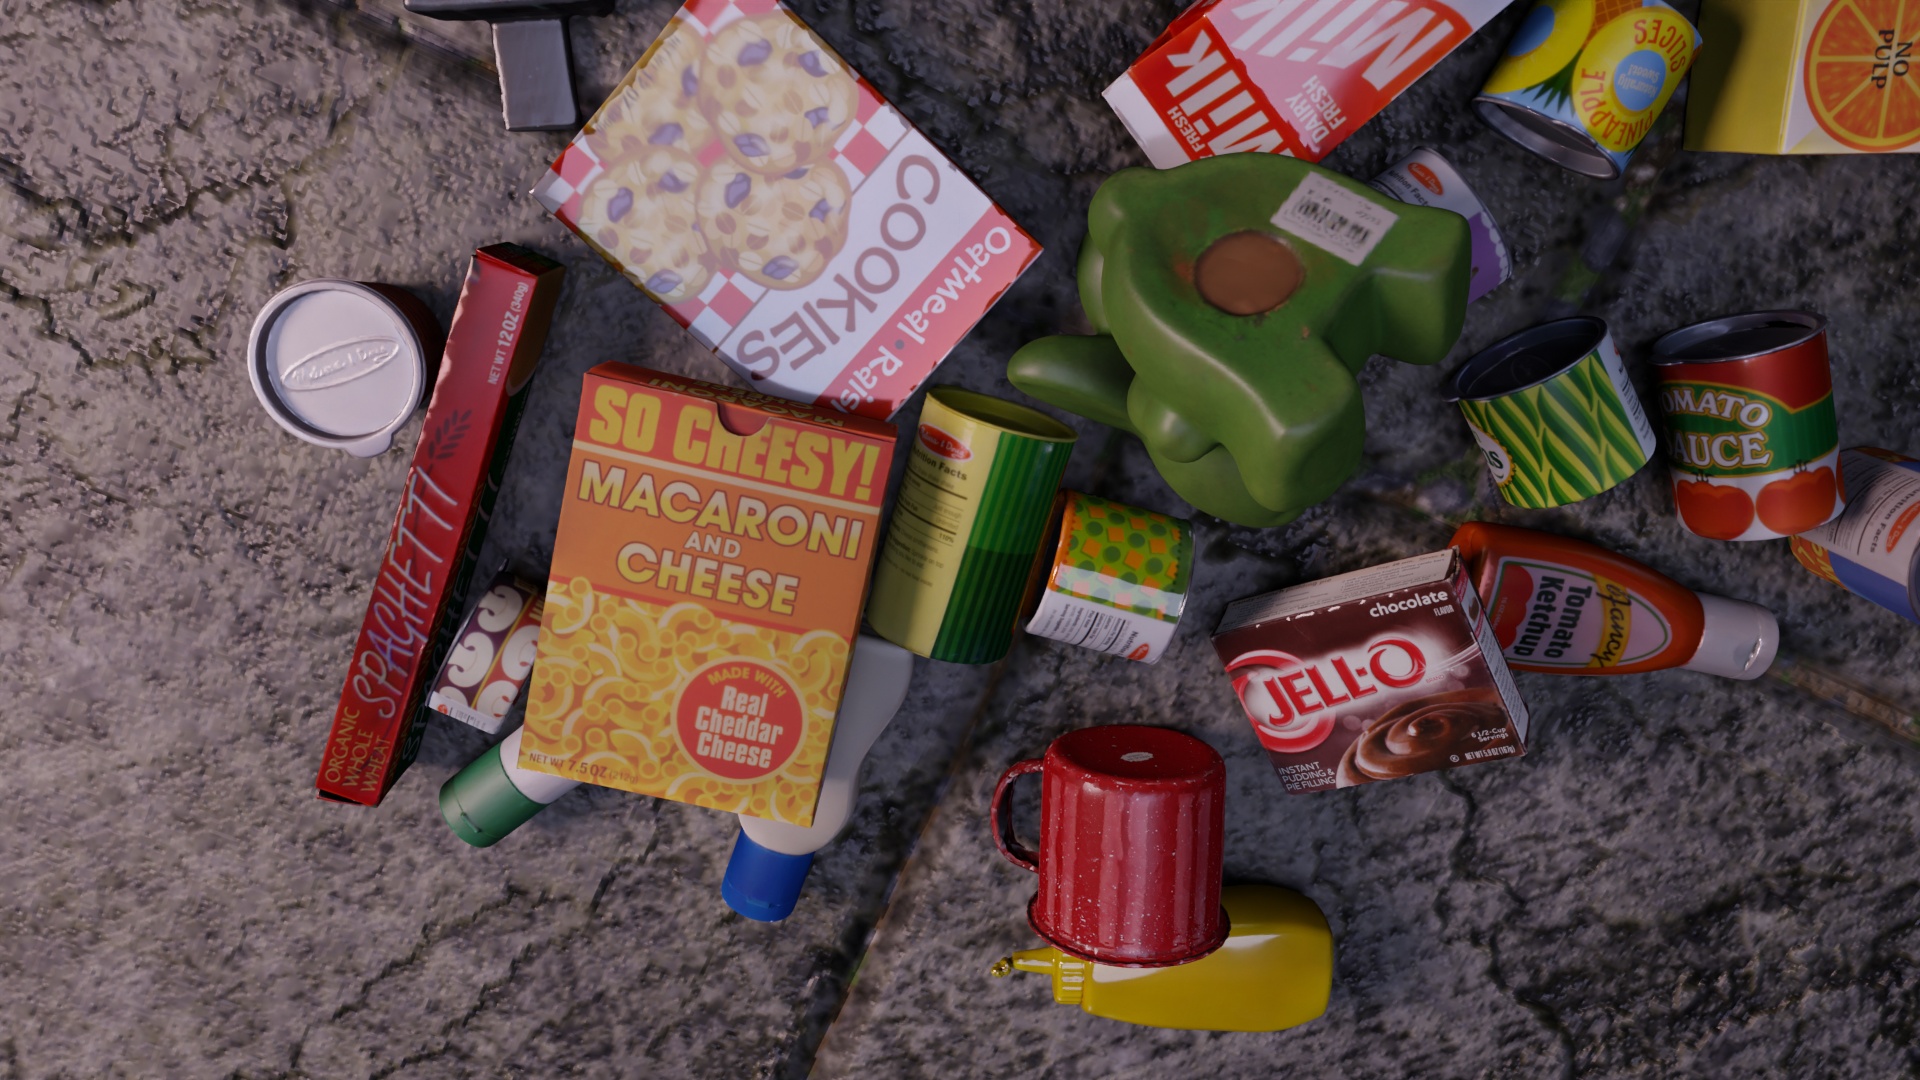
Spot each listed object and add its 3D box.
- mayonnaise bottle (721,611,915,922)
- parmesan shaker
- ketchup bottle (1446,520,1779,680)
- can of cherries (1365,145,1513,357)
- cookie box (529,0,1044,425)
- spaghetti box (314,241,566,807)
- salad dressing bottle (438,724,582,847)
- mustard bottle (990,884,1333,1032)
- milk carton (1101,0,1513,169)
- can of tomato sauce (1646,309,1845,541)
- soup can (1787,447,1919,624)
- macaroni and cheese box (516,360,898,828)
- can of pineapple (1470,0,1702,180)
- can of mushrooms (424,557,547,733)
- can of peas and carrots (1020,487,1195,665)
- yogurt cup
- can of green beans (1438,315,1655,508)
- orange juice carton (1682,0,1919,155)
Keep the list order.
[{"bbox_3d":[-0.071,0.102,0.634,0.065,0.041,0.147,19,105,-7],"label":"mayonnaise bottle"},{"bbox_3d":[0.002,-0.007,0.596,0.071,0.071,0.102,15,106,-7],"label":"parmesan shaker"},{"bbox_3d":[0.293,0.033,0.632,0.149,0.044,0.064,10,112,-6],"label":"ketchup bottle"},{"bbox_3d":[0.183,-0.116,0.573,0.058,0.072,0.071,-35,105,7],"label":"can of cherries"},{"bbox_3d":[-0.068,-0.131,0.568,0.167,0.040,0.123,41,100,-12],"label":"cookie box"},{"bbox_3d":[-0.221,-0.003,0.590,0.029,0.050,0.249,20,104,-7],"label":"spaghetti box"},{"bbox_3d":[-0.166,0.083,0.622,0.147,0.044,0.064,-35,105,8],"label":"salad dressing bottle"},{"bbox_3d":[0.094,0.200,0.665,0.160,0.049,0.065,1,106,-3],"label":"mustard bottle"},{"bbox_3d":[0.150,-0.209,0.540,0.190,0.073,0.072,-38,105,8],"label":"milk carton"},{"bbox_3d":[0.338,-0.049,0.599,0.071,0.071,0.083,-17,107,2],"label":"can of tomato sauce"},{"bbox_3d":[0.421,0.001,0.609,0.071,0.084,0.071,-1,106,-3],"label":"soup can"},{"bbox_3d":[-0.101,0.023,0.563,0.124,0.040,0.166,12,102,-4],"label":"macaroni and cheese box"},{"bbox_3d":[0.250,-0.185,0.555,0.071,0.071,0.057,27,103,-10],"label":"can of pineapple"},{"bbox_3d":[-0.198,0.046,0.597,0.033,0.071,0.071,28,103,-11],"label":"can of mushrooms"},{"bbox_3d":[0.063,0.013,0.604,0.059,0.071,0.070,15,105,-7],"label":"can of peas and carrots"},{"bbox_3d":[-0.245,-0.075,0.566,0.072,0.054,0.072,-1,106,-3],"label":"yogurt cup"},{"bbox_3d":[0.253,-0.054,0.594,0.071,0.071,0.057,-30,106,5],"label":"can of green beans"},{"bbox_3d":[0.407,-0.194,0.560,0.193,0.072,0.072,-1,107,-2],"label":"orange juice carton"}]
